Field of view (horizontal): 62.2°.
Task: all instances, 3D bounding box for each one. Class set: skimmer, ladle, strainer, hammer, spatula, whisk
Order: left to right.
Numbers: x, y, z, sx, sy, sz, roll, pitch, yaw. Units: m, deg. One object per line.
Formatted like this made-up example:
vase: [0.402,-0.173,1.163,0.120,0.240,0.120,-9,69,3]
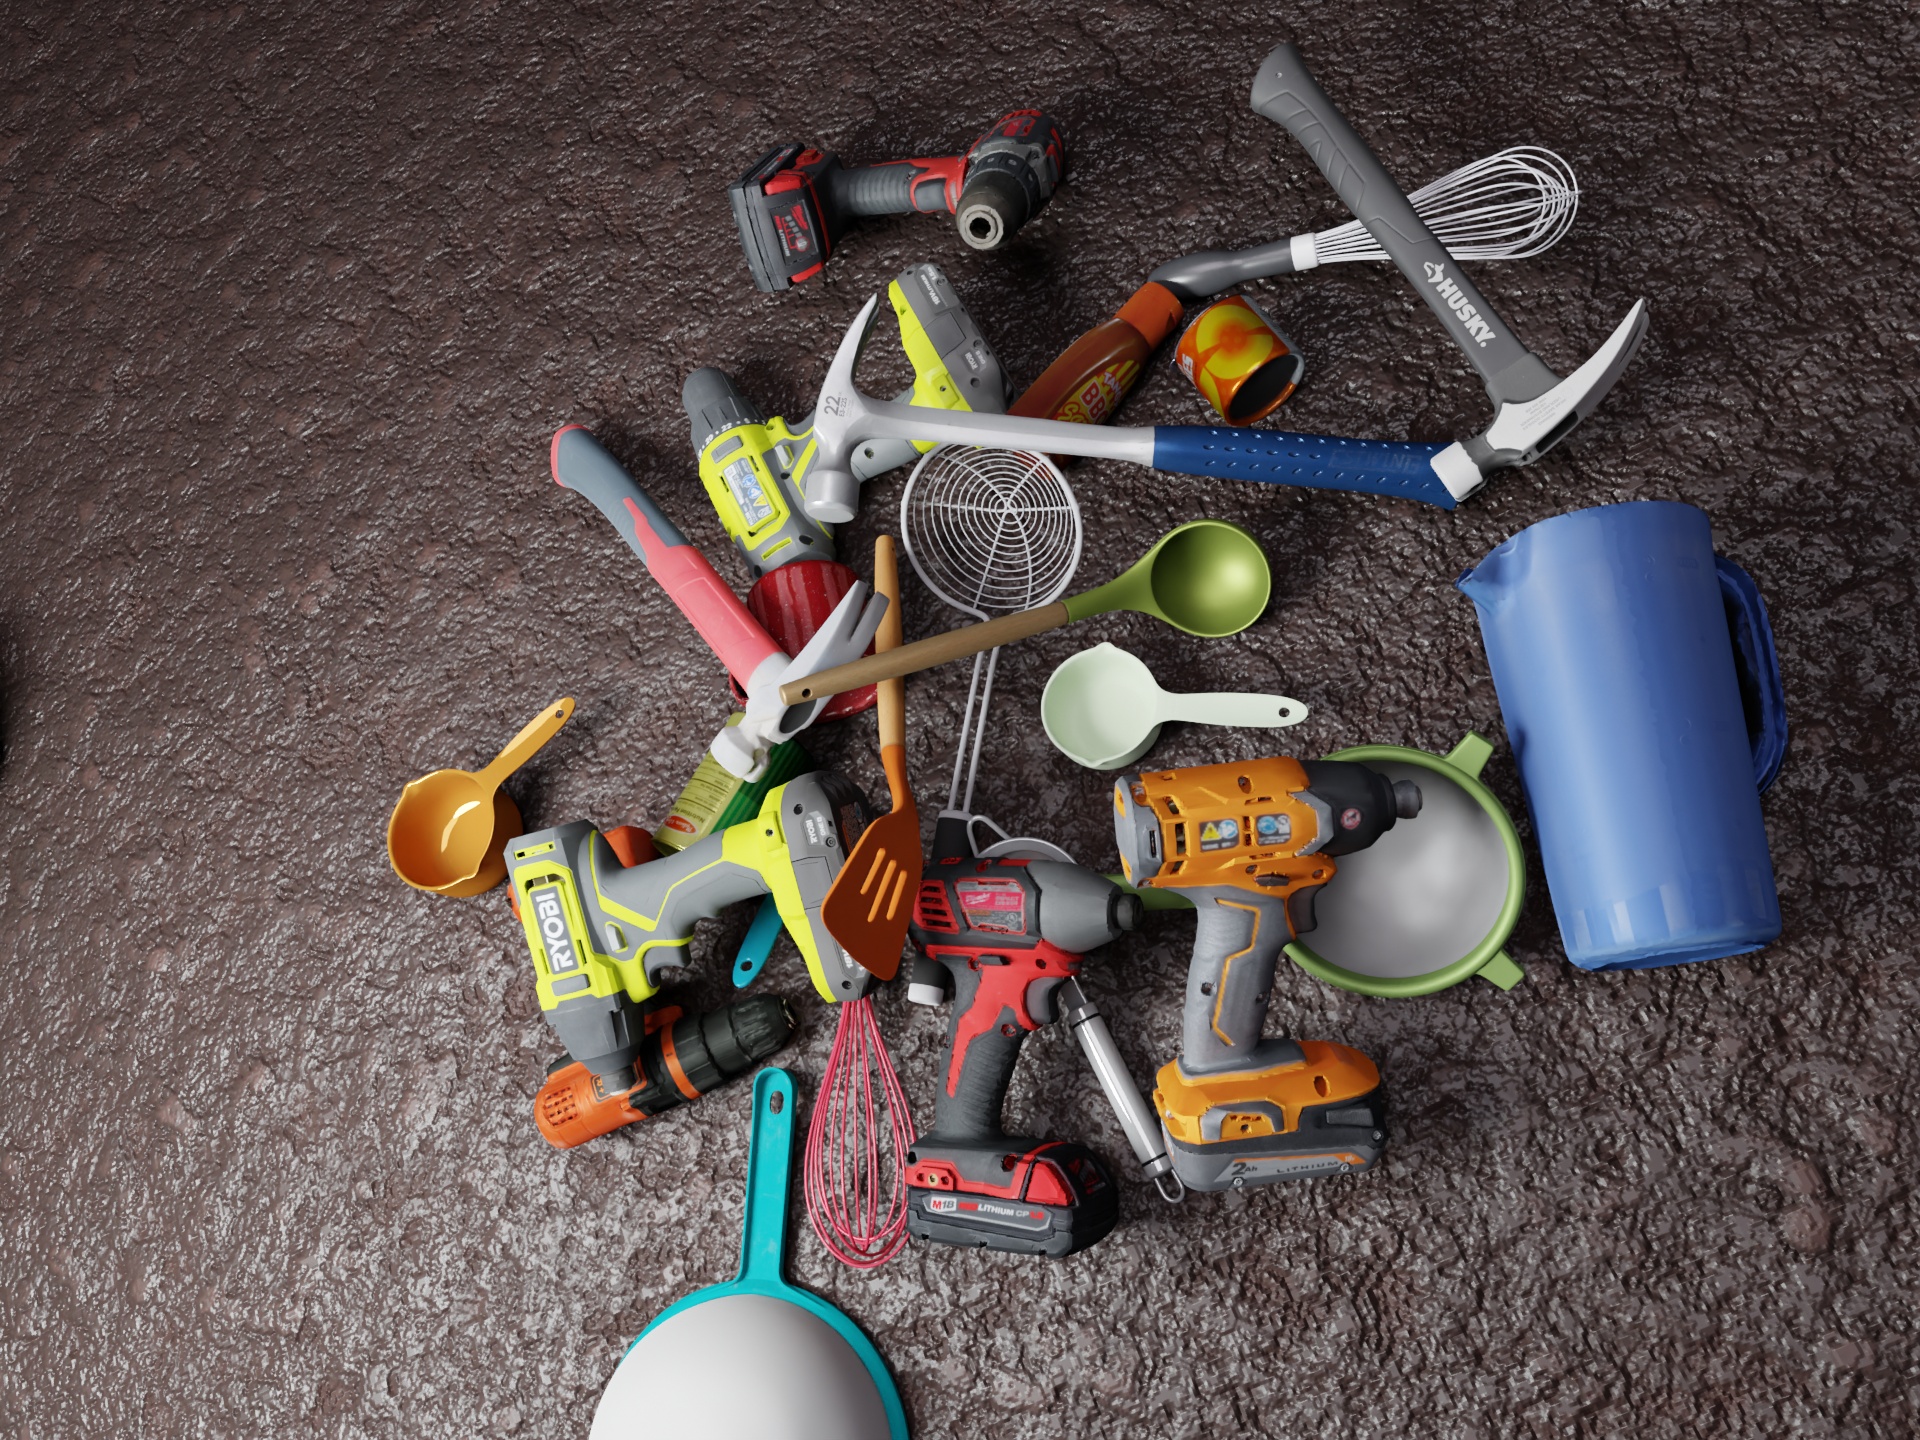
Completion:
hammer: [-0.188,-0.122,1.091,0.143,0.038,0.387,-51,48,9]
strainer: [-0.138,0.378,0.945,0.211,0.095,0.340,-2,74,18]
whisk: [-0.065,0.190,1.004,0.073,0.073,0.296,-11,64,15]
spatula: [-0.050,0.003,0.982,0.041,0.080,0.323,-21,47,19]
skimmer: [-0.002,-0.003,1.024,0.127,0.090,0.363,5,75,20]
ladle: [0.045,-0.056,0.976,0.320,0.078,0.062,-17,23,-17]
strainer: [0.071,0.174,0.972,0.087,0.050,0.259,-31,72,11]
hammer: [0.111,-0.179,1.001,0.405,0.035,0.144,6,80,1]
strainer: [0.198,0.085,0.937,0.256,0.069,0.151,-7,104,22]
whisk: [0.262,-0.319,1.059,0.284,0.070,0.070,-6,71,22]
hammer: [0.283,-0.306,0.995,0.146,0.035,0.335,-36,65,18]

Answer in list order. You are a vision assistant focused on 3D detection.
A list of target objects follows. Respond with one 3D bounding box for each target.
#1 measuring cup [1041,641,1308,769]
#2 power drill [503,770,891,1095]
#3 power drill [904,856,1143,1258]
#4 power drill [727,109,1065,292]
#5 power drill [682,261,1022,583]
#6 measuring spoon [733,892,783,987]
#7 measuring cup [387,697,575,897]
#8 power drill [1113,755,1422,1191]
measuring cup: [0.136,-0.004,1.008,0.167,0.038,0.083,2,74,17]
power drill: [-0.157,0.129,0.976,0.223,0.080,0.171,-15,90,14]
power drill: [0.037,0.190,0.928,0.143,0.078,0.220,-2,84,26]
power drill: [-0.044,-0.364,1.120,0.227,0.080,0.188,-4,34,17]
power drill: [-0.085,-0.219,1.131,0.228,0.080,0.191,-32,66,10]
measuring spoon: [-0.123,0.115,1.040,0.042,0.021,0.129,7,54,20]
measuring cup: [-0.328,0.053,1.138,0.173,0.052,0.095,-45,65,-1]
power drill: [0.176,0.131,0.869,0.164,0.084,0.226,-7,101,-2]
